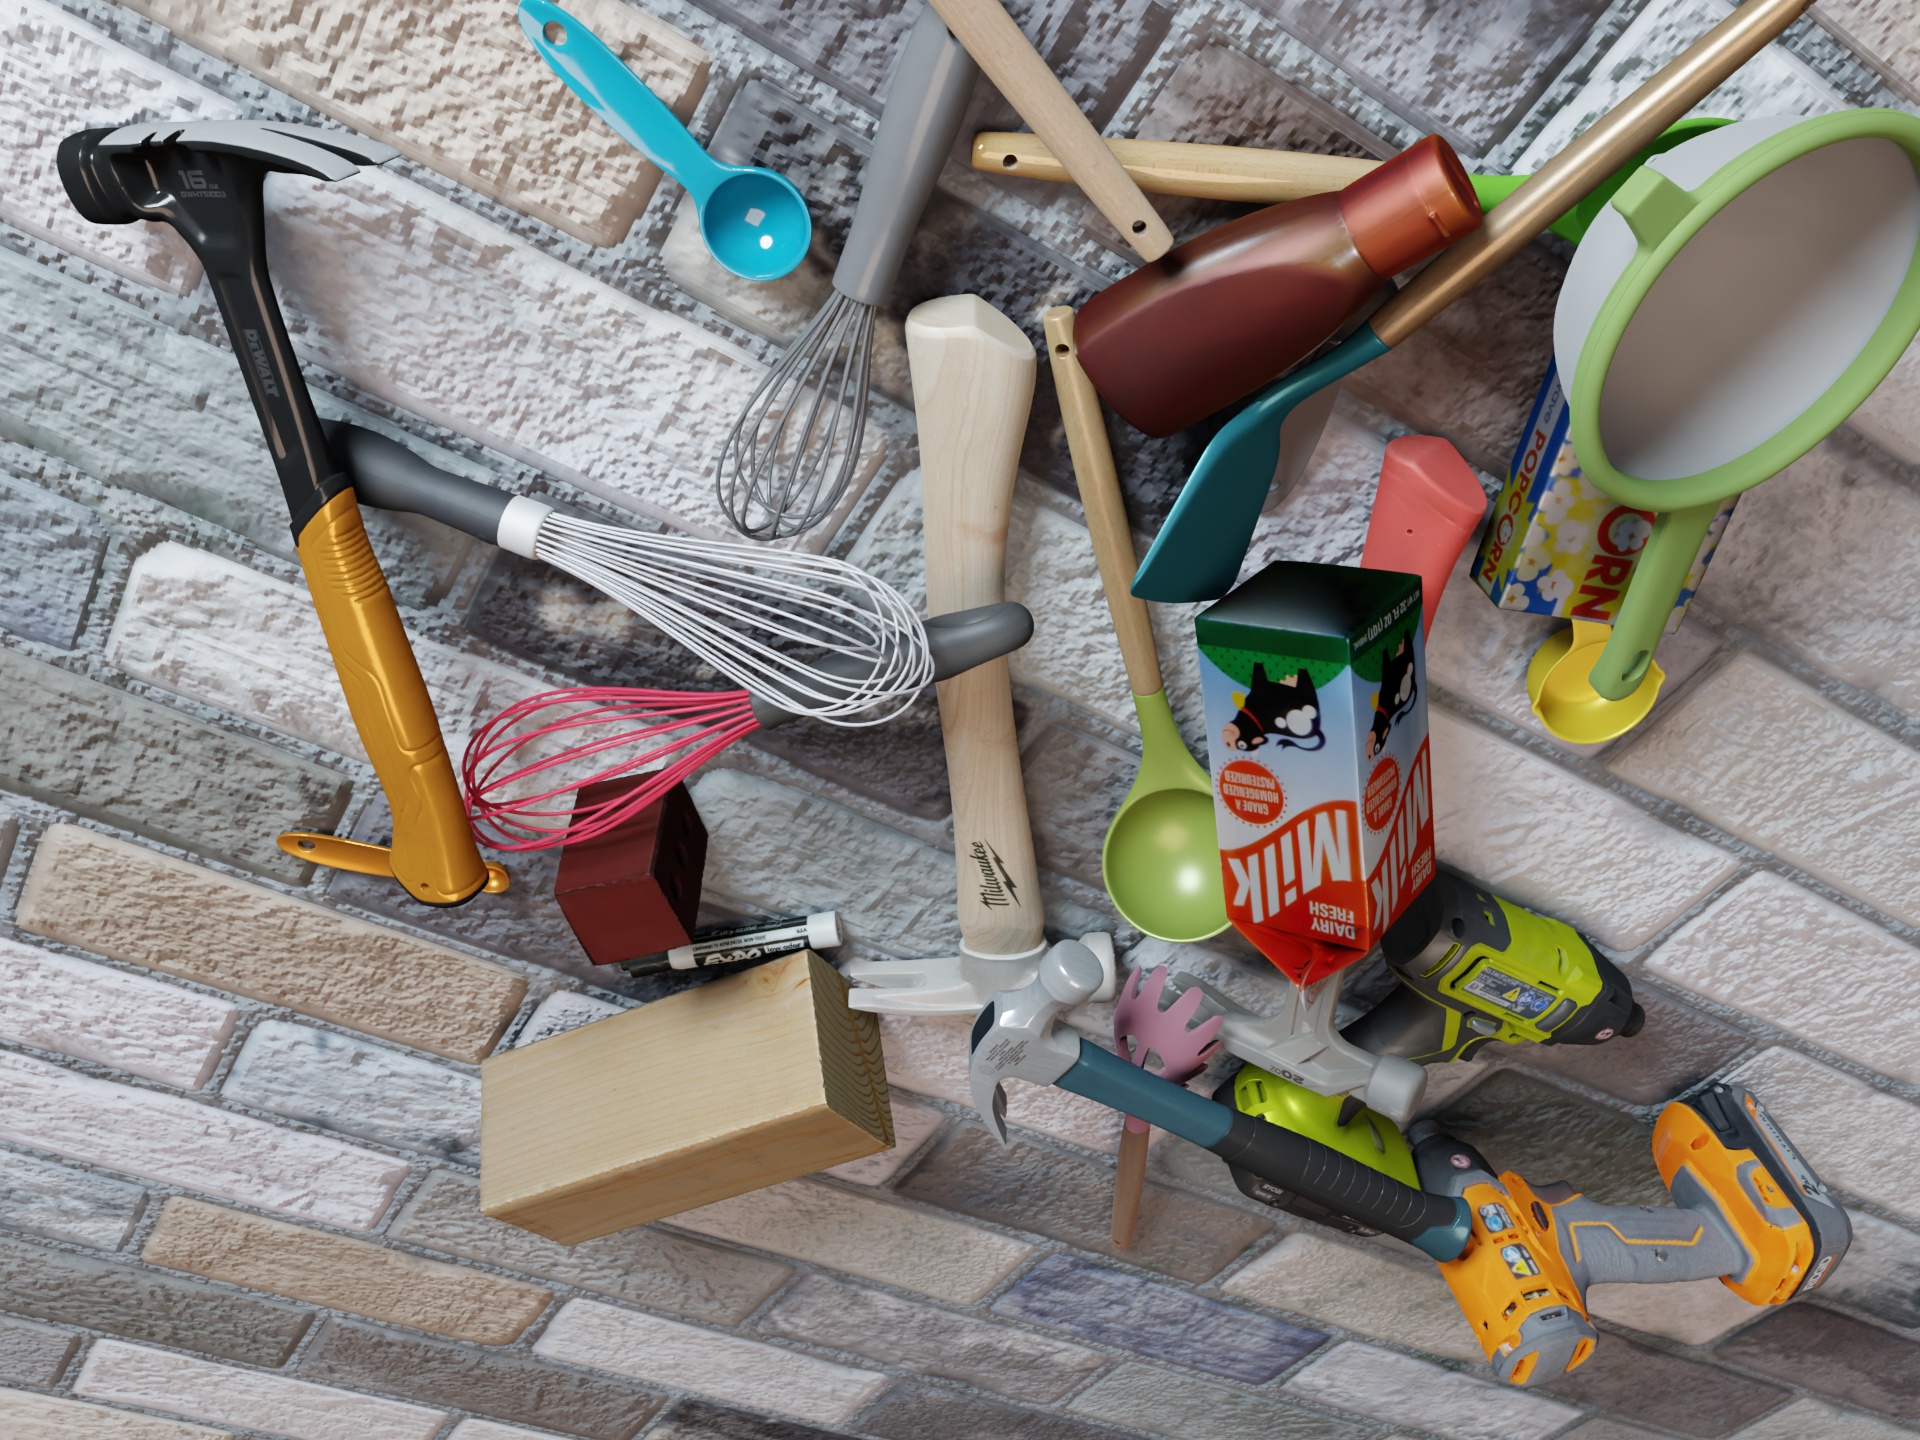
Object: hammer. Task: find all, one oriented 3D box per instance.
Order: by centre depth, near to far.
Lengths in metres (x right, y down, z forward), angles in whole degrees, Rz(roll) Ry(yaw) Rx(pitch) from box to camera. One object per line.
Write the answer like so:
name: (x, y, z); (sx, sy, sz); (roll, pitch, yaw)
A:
hammer: (-0.239, -0.062, 0.629); (0.127, 0.034, 0.336); (7, 125, 20)
hammer: (-0.001, -0.002, 0.749); (0.146, 0.038, 0.410); (-4, 130, 2)
hammer: (0.181, 0.034, 0.767); (0.149, 0.037, 0.358); (23, 128, 29)
hammer: (0.148, 0.222, 0.850); (0.330, 0.033, 0.128); (28, 125, -20)

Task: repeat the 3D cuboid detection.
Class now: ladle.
ladle: (0.077, -0.029, 0.709); (0.078, 0.062, 0.319); (-5, 126, 18)

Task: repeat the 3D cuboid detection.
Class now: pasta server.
pasta server: (0.109, 0.247, 0.953); (0.060, 0.040, 0.316); (30, 148, 24)

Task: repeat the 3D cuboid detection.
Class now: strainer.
strainer: (0.268, -0.117, 0.603); (0.151, 0.069, 0.256); (-16, 138, -14)

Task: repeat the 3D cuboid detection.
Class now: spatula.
spatula: (-0.029, -0.271, 0.506); (0.060, 0.018, 0.315); (-35, 115, 21)
spatula: (0.184, -0.153, 0.593); (0.317, 0.044, 0.082); (-39, 159, 32)

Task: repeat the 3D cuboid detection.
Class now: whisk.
whisk: (-0.040, -0.166, 0.603); (0.055, 0.055, 0.238); (15, 124, -16)
whisk: (-0.144, -0.066, 0.638); (0.284, 0.070, 0.070); (20, 129, 2)
whisk: (-0.105, -0.002, 0.708); (0.296, 0.073, 0.073); (-17, 130, 18)

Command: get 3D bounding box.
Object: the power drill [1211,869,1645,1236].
power drill: (0.265, 0.195, 0.909); (0.171, 0.080, 0.223); (25, 122, -22)

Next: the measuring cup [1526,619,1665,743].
measuring cup: (0.283, -0.061, 0.729); (0.062, 0.029, 0.156); (-15, 118, 7)

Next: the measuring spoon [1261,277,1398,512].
measuring spoon: (0.145, -0.137, 0.659); (0.034, 0.018, 0.124); (9, 136, -9)

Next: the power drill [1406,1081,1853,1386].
power drill: (0.390, 0.294, 0.963); (0.226, 0.164, 0.084); (-10, 131, -11)

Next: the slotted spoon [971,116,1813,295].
slotted spoon: (0.160, -0.201, 0.594); (0.313, 0.031, 0.070); (3, 133, -4)

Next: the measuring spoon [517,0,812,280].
measuring spoon: (-0.105, -0.214, 0.578); (0.128, 0.021, 0.042); (41, 120, -21)

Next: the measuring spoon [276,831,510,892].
measuring spoon: (-0.288, 0.070, 0.812); (0.117, 0.011, 0.021); (11, 129, -8)
